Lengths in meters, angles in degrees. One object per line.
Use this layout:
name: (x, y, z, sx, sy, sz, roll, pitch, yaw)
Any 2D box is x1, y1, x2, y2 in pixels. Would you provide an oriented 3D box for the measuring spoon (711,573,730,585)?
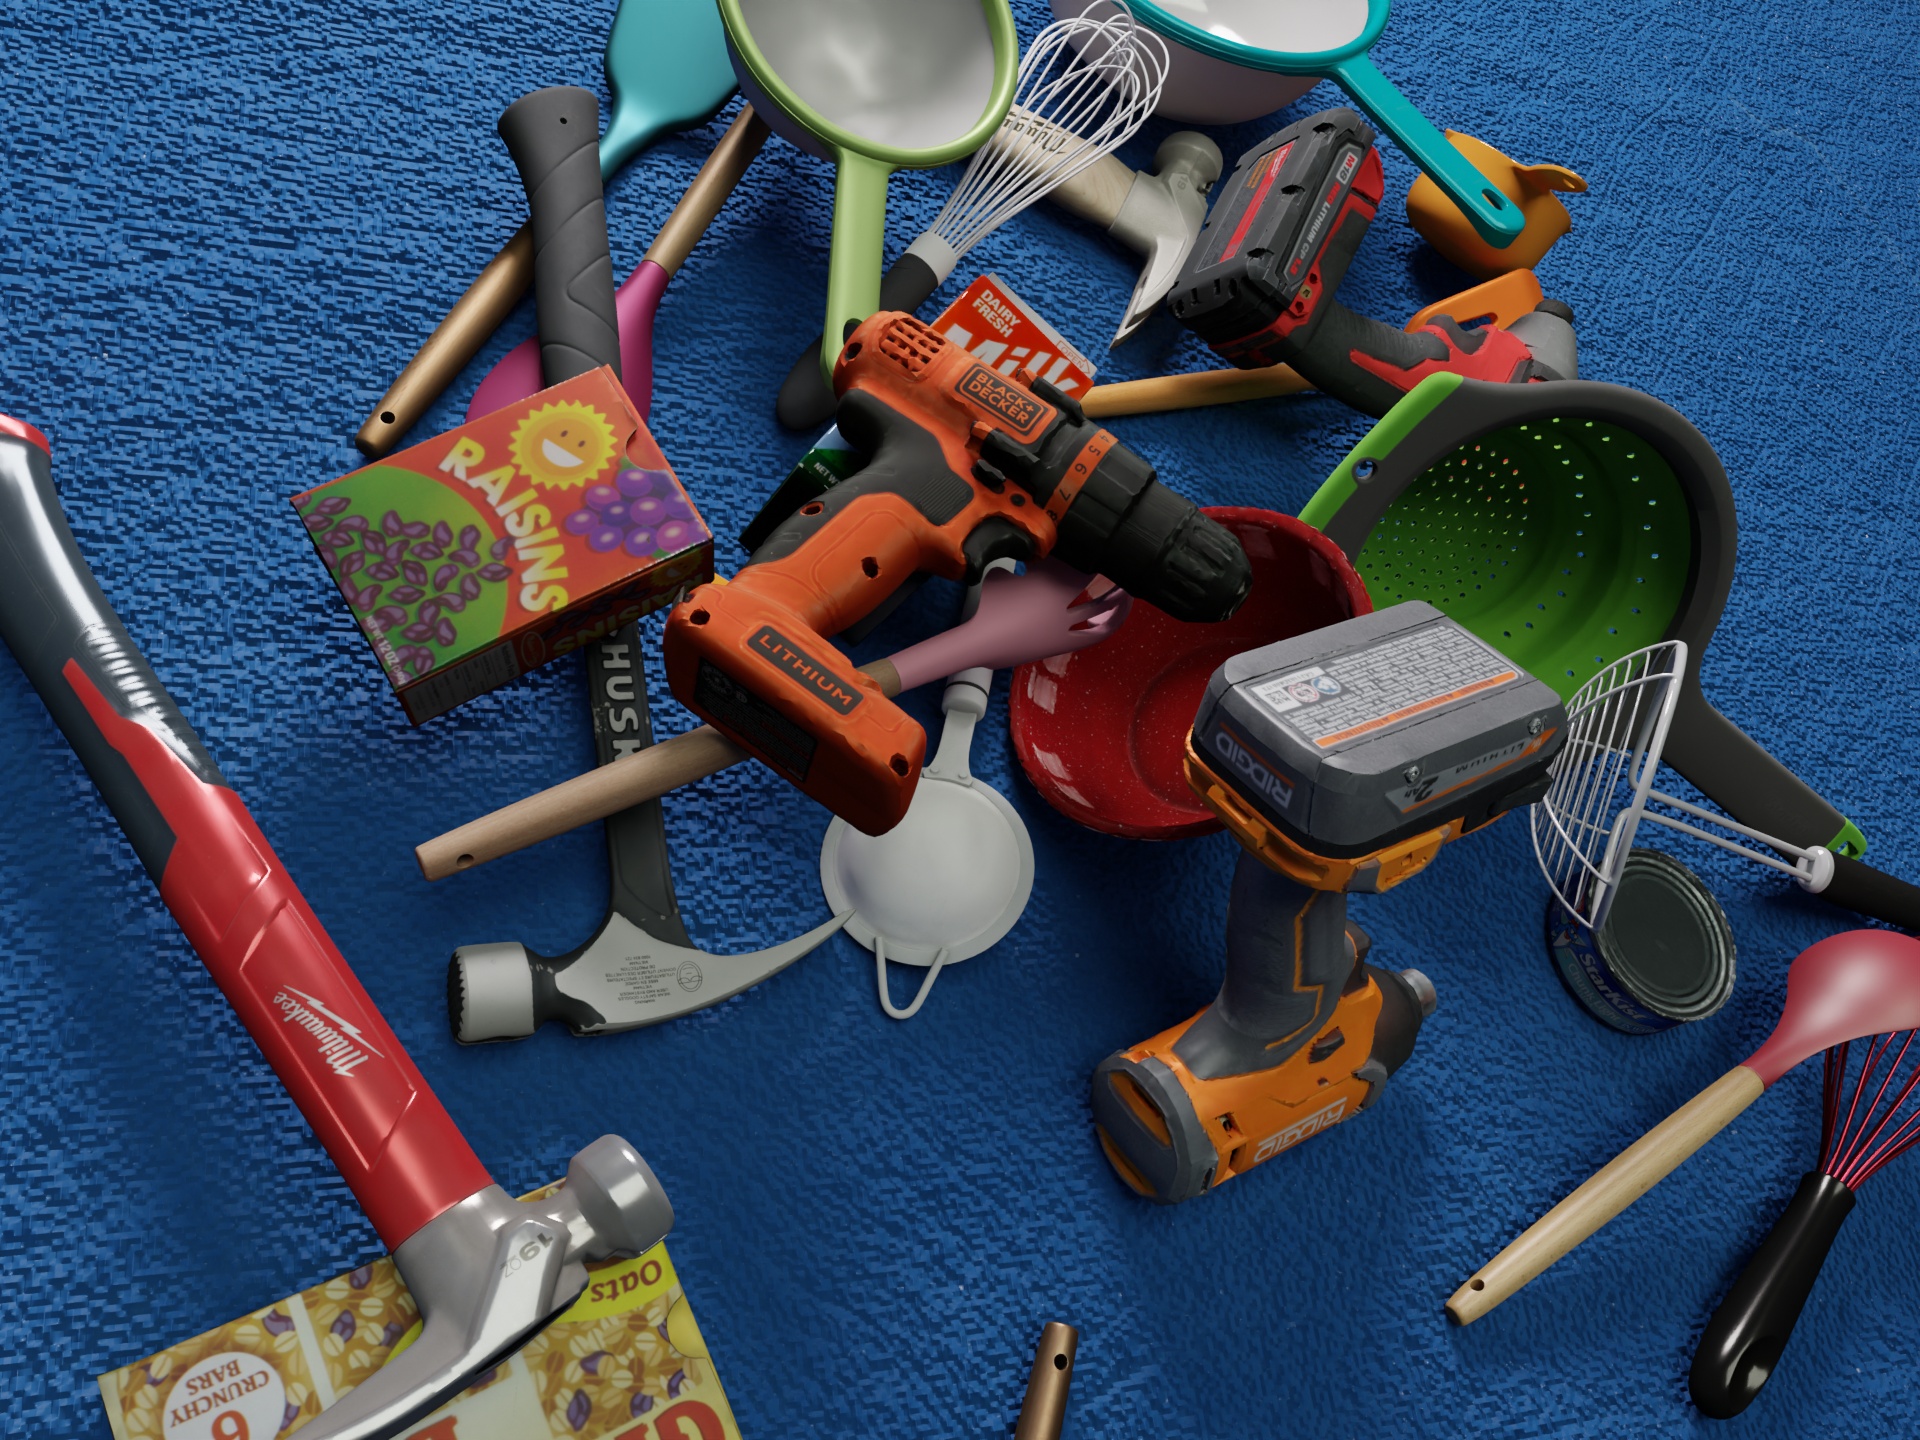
measuring spoon: (-0.090, -0.047, 0.621, 0.117, 0.011, 0.021, 35, 58, -9)

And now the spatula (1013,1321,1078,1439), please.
spatula: (-0.001, 0.354, 0.507, 0.059, 0.018, 0.316, 24, 59, -12)

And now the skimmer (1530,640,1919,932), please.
skimmer: (0.391, 0.063, 0.740, 0.363, 0.090, 0.127, 18, 88, -30)

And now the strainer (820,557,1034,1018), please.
strainer: (-0.001, -0.002, 0.672, 0.087, 0.050, 0.259, 10, 57, 3)

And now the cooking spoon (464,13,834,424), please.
cooking spoon: (-0.128, -0.223, 0.725, 0.068, 0.017, 0.319, 29, 65, -7)

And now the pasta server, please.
pasta server: (-0.053, -0.010, 0.606, 0.316, 0.060, 0.040, -23, 33, -25)

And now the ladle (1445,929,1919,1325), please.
ladle: (0.332, 0.174, 0.707, 0.315, 0.069, 0.031, -29, 121, -20)

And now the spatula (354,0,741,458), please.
spatula: (-0.179, -0.235, 0.712, 0.082, 0.044, 0.318, 30, 58, -9)

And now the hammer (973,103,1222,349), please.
hammer: (-0.059, -0.341, 0.822, 0.410, 0.038, 0.146, 27, 59, -8)

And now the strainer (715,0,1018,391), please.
strainer: (-0.054, -0.261, 0.726, 0.151, 0.069, 0.256, 9, 76, -27)

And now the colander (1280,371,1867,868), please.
colander: (0.313, -0.036, 0.793, 0.396, 0.204, 0.095, 32, 20, -24)

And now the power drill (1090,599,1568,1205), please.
power drill: (0.142, 0.072, 0.598, 0.164, 0.226, 0.084, -17, 43, -30)

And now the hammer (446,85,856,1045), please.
hammer: (-0.140, -0.081, 0.638, 0.149, 0.036, 0.409, -1, 70, -26)

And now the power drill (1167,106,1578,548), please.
power drill: (0.226, -0.200, 0.812, 0.219, 0.078, 0.143, 33, 78, -22)

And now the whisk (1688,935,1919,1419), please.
whisk: (0.411, 0.204, 0.740, 0.073, 0.073, 0.296, 46, 63, 4)

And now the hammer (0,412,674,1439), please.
hammer: (-0.260, 0.047, 0.512, 0.143, 0.038, 0.386, -31, 73, -29)

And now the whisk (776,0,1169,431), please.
whisk: (0.004, -0.242, 0.760, 0.070, 0.070, 0.285, 39, 74, -1)

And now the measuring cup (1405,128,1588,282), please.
measuring cup: (0.301, -0.280, 0.885, 0.095, 0.052, 0.174, 36, 16, -9)

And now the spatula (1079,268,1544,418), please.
spatula: (0.184, -0.185, 0.844, 0.322, 0.041, 0.081, -13, 94, -26)

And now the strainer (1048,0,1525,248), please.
strainer: (0.168, -0.361, 0.887, 0.211, 0.095, 0.340, -34, 78, -33)
